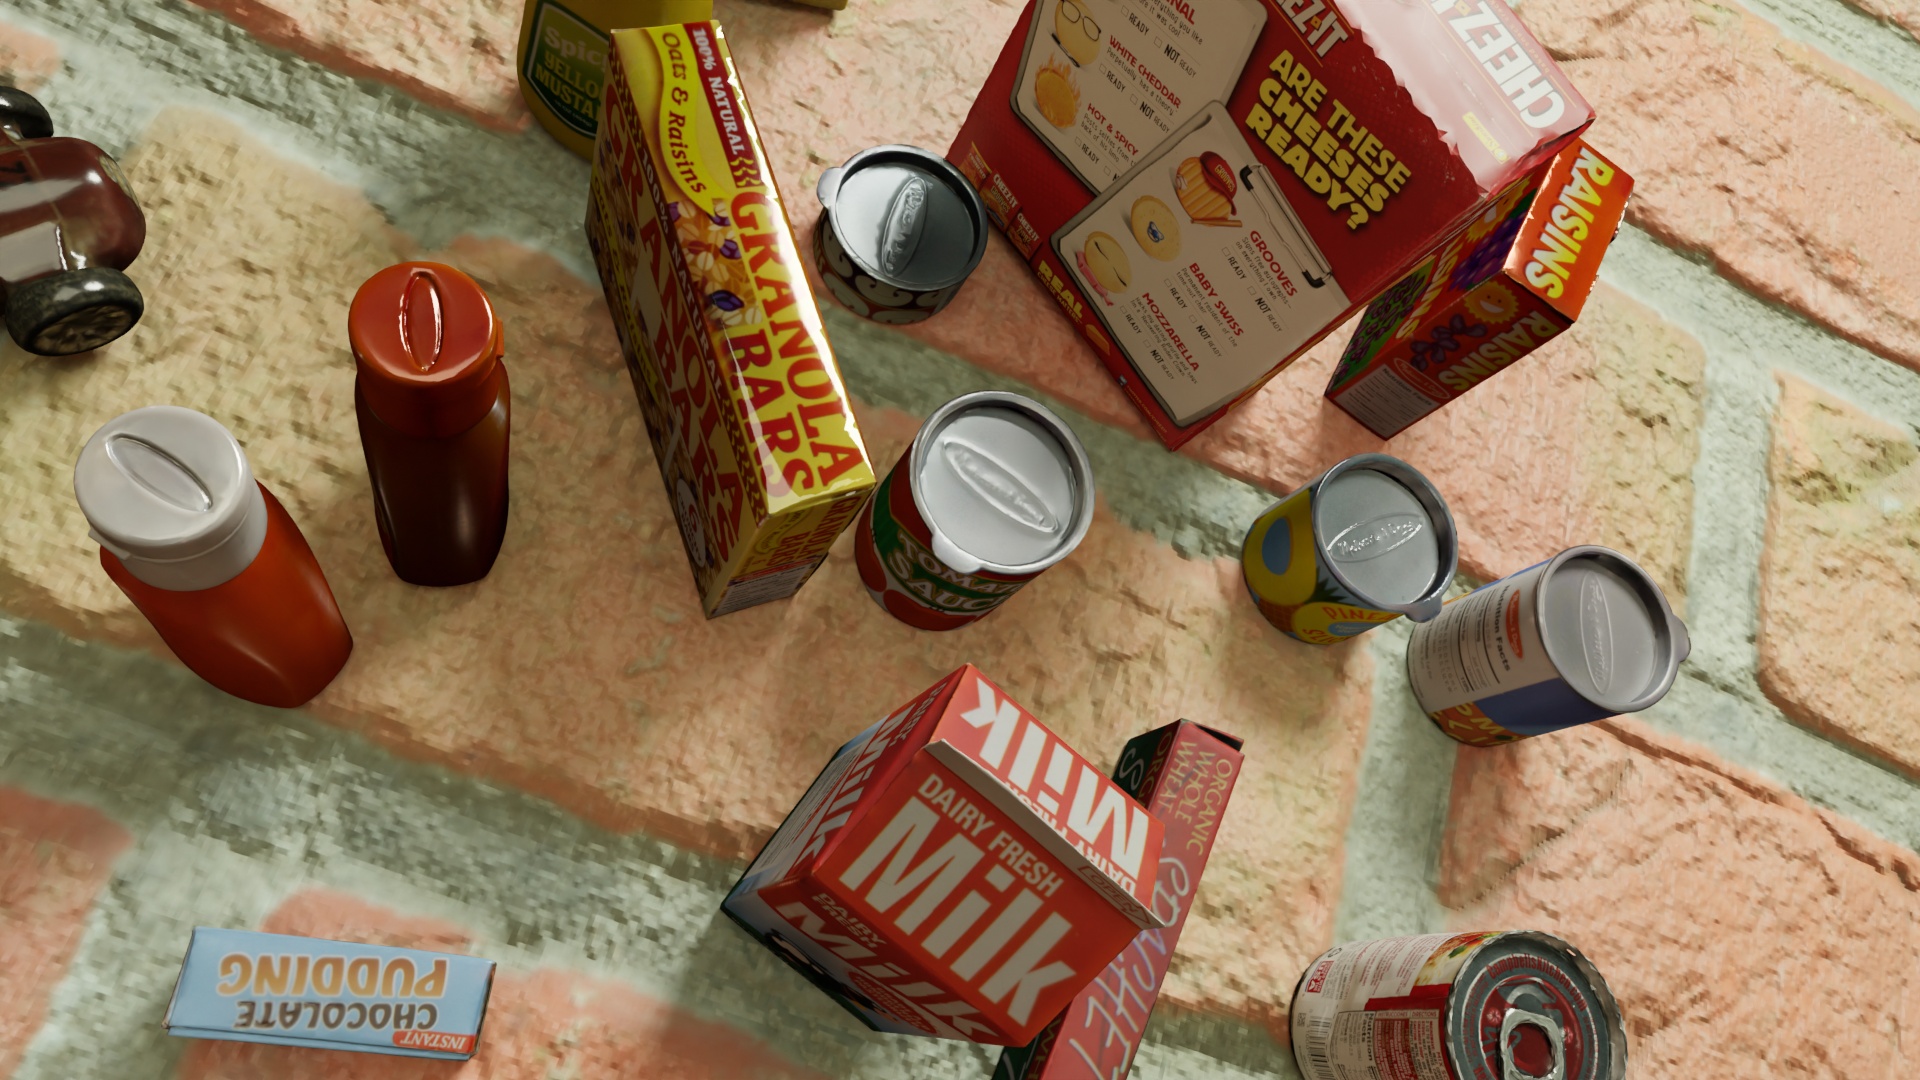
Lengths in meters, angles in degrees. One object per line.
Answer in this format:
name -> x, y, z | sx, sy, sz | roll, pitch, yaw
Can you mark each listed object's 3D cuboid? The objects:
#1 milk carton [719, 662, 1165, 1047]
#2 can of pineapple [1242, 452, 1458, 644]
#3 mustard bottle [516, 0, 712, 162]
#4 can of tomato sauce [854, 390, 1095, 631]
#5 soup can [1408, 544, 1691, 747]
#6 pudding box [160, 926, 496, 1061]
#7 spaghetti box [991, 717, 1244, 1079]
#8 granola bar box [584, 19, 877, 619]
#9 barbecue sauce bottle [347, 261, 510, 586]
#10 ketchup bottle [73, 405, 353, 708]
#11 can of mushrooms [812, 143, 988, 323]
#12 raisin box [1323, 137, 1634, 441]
milk carton -> -0.007, 0.095, 0.407 | 0.072, 0.190, 0.074 | 39, 65, -3
can of pineapple -> 0.158, 0.006, 0.566 | 0.071, 0.057, 0.071 | 6, 70, -17
mustard bottle -> -0.118, -0.191, 0.484 | 0.065, 0.159, 0.049 | 32, 65, -7
can of tomato sauce -> 0.002, -0.006, 0.504 | 0.071, 0.082, 0.071 | 6, 71, -17
soup can -> 0.237, 0.046, 0.565 | 0.071, 0.083, 0.071 | 6, 71, -17
pudding box -> -0.183, 0.135, 0.411 | 0.084, 0.049, 0.030 | 11, 69, -15
spaghetti box -> 0.036, 0.176, 0.471 | 0.028, 0.050, 0.251 | 30, 65, -7
granola bar box -> -0.084, -0.069, 0.473 | 0.039, 0.123, 0.166 | -15, 77, -22
barbecue sauce bottle -> -0.159, -0.034, 0.422 | 0.044, 0.148, 0.065 | -2, 73, -19
ketchup bottle -> -0.210, 0.007, 0.391 | 0.065, 0.148, 0.044 | 36, 65, -4
can of mushrooms -> -0.027, -0.124, 0.562 | 0.071, 0.033, 0.071 | 6, 70, -17
raisin box -> 0.217, -0.104, 0.588 | 0.040, 0.123, 0.086 | 35, 65, -5
